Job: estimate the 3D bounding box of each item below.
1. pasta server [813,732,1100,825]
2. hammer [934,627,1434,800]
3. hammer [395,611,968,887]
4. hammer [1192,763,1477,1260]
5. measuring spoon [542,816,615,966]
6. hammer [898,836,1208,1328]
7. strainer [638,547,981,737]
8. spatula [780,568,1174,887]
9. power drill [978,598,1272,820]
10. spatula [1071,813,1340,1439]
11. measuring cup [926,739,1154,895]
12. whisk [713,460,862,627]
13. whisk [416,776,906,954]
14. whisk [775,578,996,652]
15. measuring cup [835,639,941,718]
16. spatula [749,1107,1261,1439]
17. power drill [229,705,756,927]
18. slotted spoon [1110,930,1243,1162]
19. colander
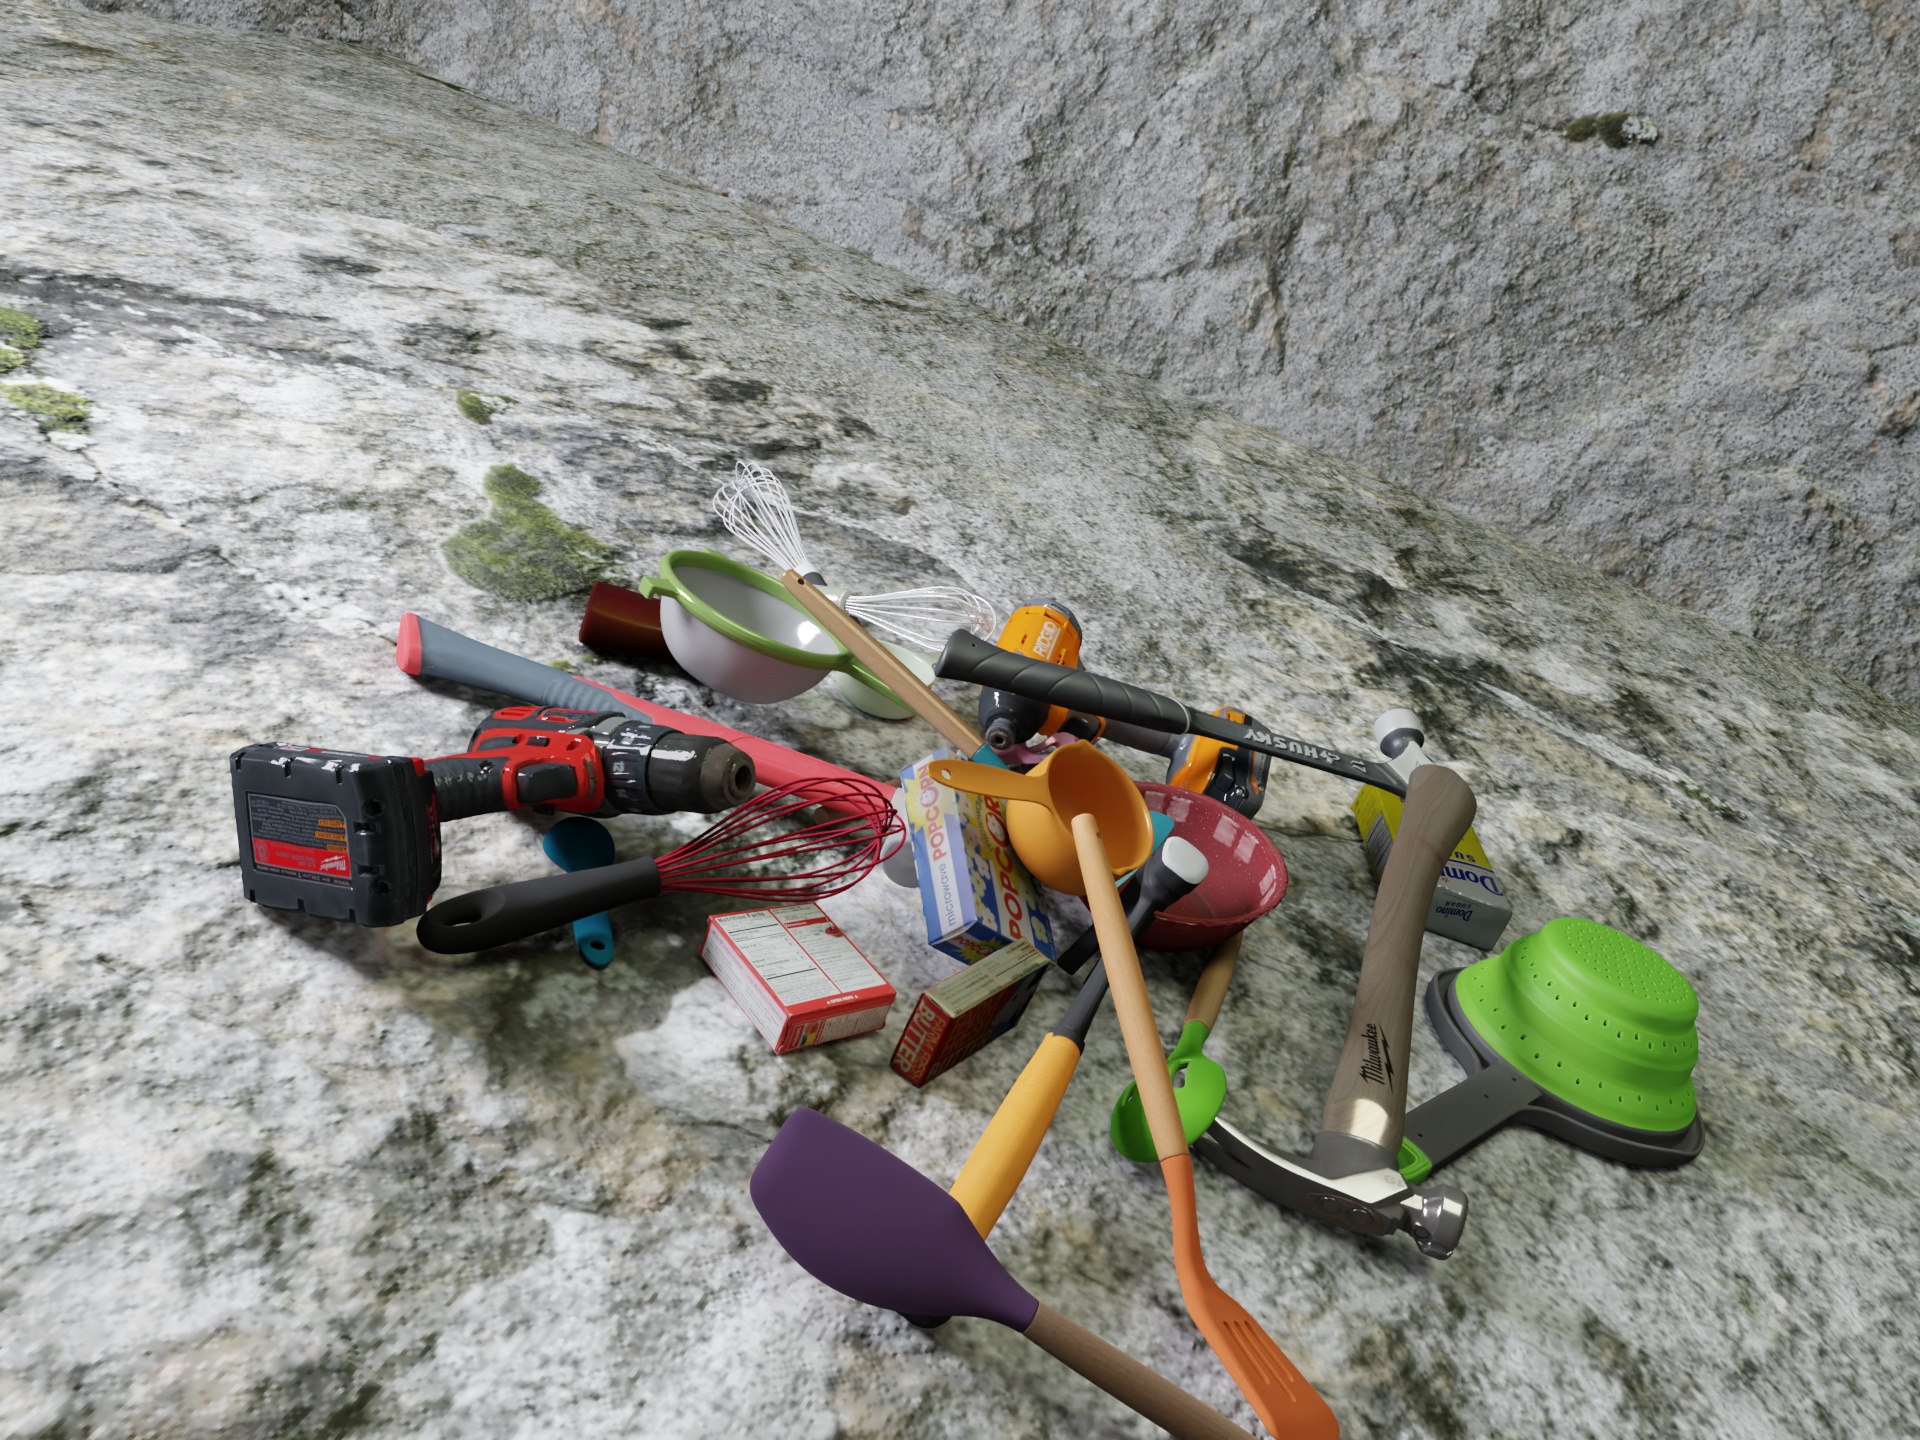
[{"bbox_3d":[0.002,0.032,1.170,0.060,0.040,0.316,50,34,17],"label":"pasta server"},{"bbox_3d":[0.174,0.006,1.156,0.408,0.036,0.149,15,41,-16],"label":"hammer"},{"bbox_3d":[-0.184,0.001,1.052,0.386,0.038,0.143,19,28,2],"label":"hammer"},{"bbox_3d":[0.264,0.148,1.006,0.146,0.038,0.411,19,38,11],"label":"hammer"},{"bbox_3d":[-0.207,0.090,0.889,0.042,0.021,0.129,10,27,-25],"label":"measuring spoon"},{"bbox_3d":[0.042,0.185,0.828,0.034,0.127,0.337,38,35,3],"label":"hammer"},{"bbox_3d":[-0.109,-0.029,1.124,0.256,0.069,0.151,31,17,0],"label":"strainer"},{"bbox_3d":[-0.002,-0.003,1.068,0.317,0.044,0.082,42,51,10],"label":"spatula"},{"bbox_3d":[0.118,0.012,1.206,0.226,0.084,0.164,30,37,-3],"label":"power drill"},{"bbox_3d":[0.107,0.188,0.778,0.081,0.041,0.323,30,40,-53],"label":"spatula"},{"bbox_3d":[0.037,0.056,0.954,0.173,0.052,0.095,14,50,-35],"label":"measuring cup"},{"bbox_3d":[-0.147,-0.142,1.402,0.070,0.070,0.285,3,34,-35],"label":"whisk"},{"bbox_3d":[-0.153,0.082,0.879,0.295,0.073,0.073,-12,39,-36],"label":"whisk"},{"bbox_3d":[-0.086,-0.092,1.287,0.246,0.057,0.059,10,60,22],"label":"whisk"},{"bbox_3d":[-0.033,-0.034,1.284,0.083,0.038,0.167,36,26,30],"label":"measuring cup"},{"bbox_3d":[0.050,0.269,0.673,0.316,0.060,0.018,32,-14,0],"label":"spatula"},{"bbox_3d":[-0.238,0.039,0.839,0.188,0.080,0.226,4,12,30],"label":"power drill"},{"bbox_3d":[0.145,0.180,0.971,0.031,0.070,0.314,64,21,-4],"label":"slotted spoon"},{"bbox_3d":[0.381,0.209,1.037,0.397,0.094,0.205,-7,36,-48],"label":"colander"}]
